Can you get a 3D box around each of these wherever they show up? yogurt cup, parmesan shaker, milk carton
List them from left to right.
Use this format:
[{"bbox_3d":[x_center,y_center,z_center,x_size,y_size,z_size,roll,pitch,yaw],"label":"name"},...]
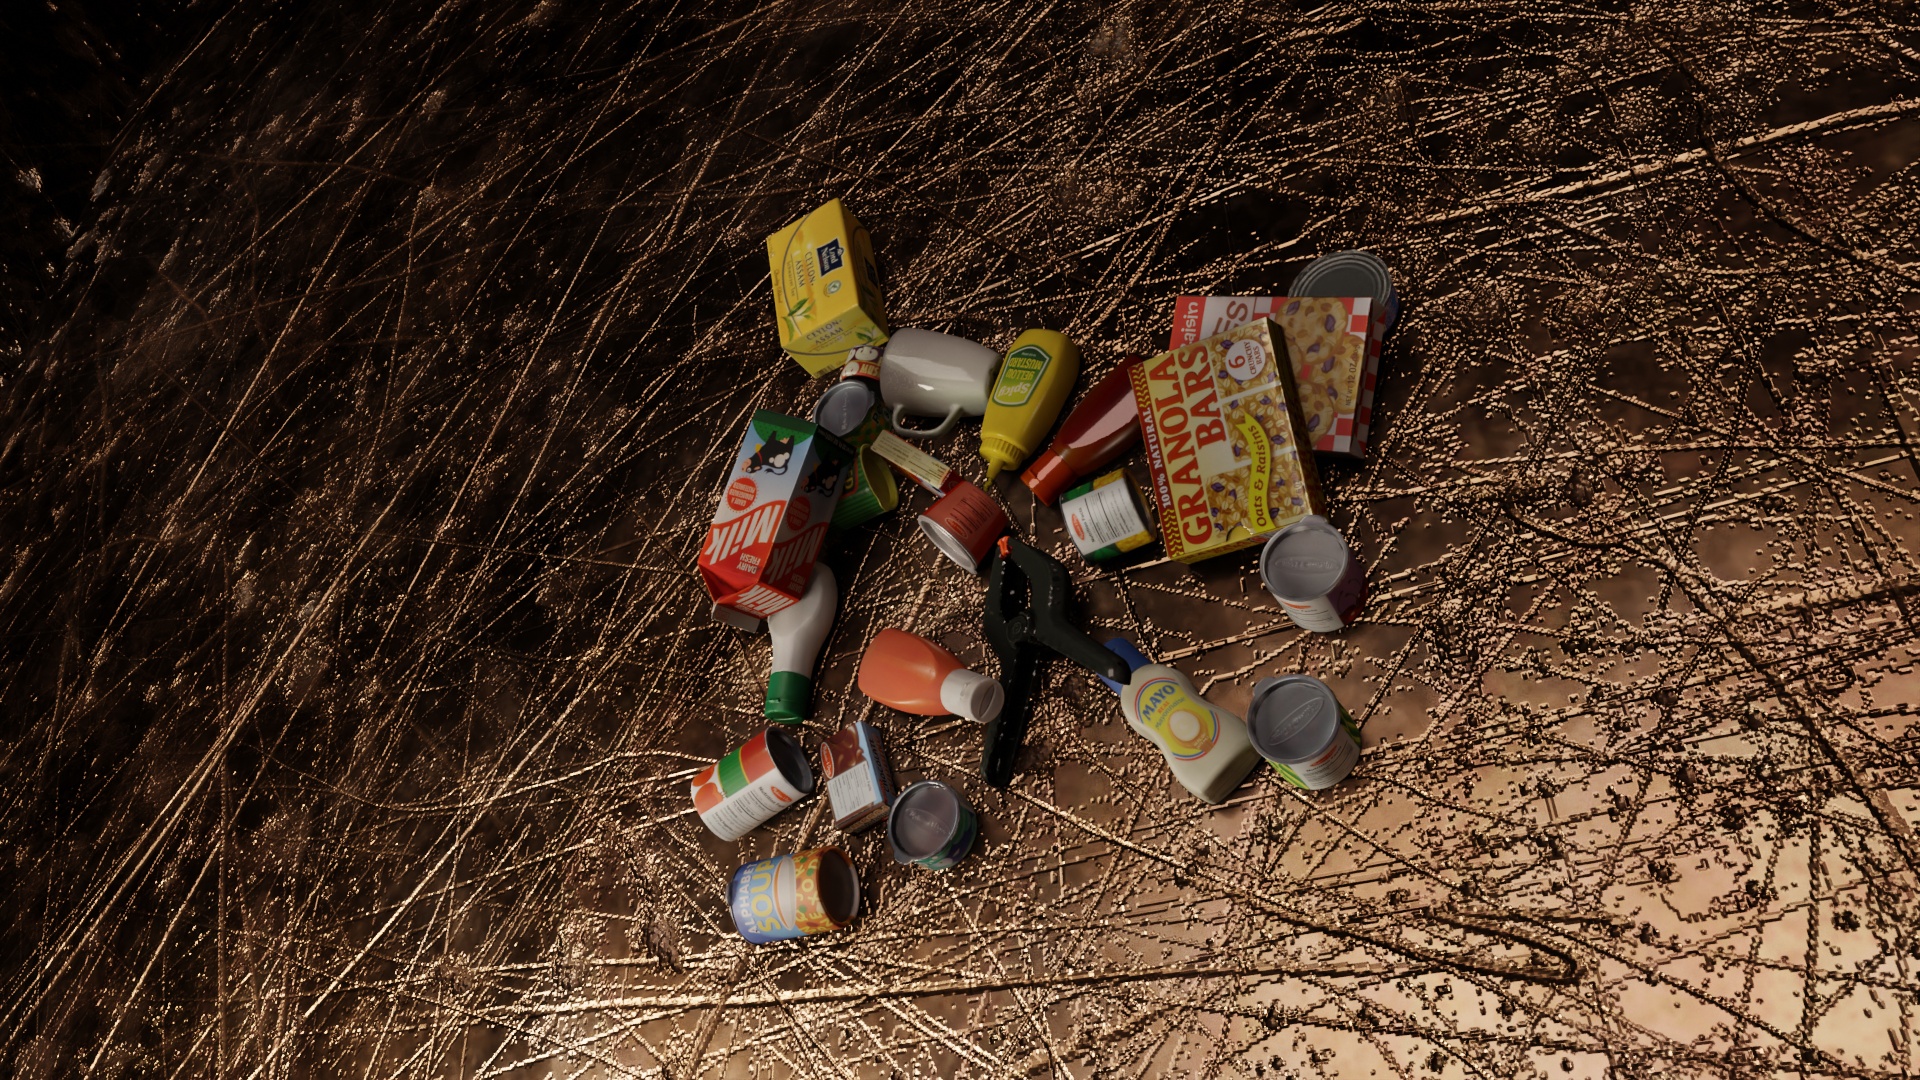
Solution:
[{"bbox_3d":[-0.169,-0.013,1.240,0.073,0.072,0.190,16,82,30],"label":"milk carton"},{"bbox_3d":[-0.119,-0.038,1.303,0.103,0.071,0.071,-24,52,18],"label":"parmesan shaker"},{"bbox_3d":[0.004,-0.015,1.216,0.054,0.072,0.072,-47,48,-12],"label":"yogurt cup"}]

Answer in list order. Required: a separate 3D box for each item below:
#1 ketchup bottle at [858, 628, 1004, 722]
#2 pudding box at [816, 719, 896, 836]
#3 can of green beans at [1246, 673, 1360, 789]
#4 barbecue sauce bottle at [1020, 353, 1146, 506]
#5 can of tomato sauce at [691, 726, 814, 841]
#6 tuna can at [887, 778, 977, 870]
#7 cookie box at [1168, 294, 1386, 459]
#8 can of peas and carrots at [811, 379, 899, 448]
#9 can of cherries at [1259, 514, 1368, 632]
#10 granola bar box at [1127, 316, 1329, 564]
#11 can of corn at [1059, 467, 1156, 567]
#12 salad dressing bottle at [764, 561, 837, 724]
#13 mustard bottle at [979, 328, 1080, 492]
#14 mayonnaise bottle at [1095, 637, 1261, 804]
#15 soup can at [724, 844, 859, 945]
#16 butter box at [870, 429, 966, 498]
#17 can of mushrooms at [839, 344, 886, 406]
[{"bbox_3d":[-0.024,0.115,1.143,0.149,0.043,0.065,13,76,52],"label":"ketchup bottle"},{"bbox_3d":[-0.086,0.198,1.163,0.049,0.030,0.084,-31,50,14],"label":"pudding box"},{"bbox_3d":[0.242,0.135,0.977,0.071,0.057,0.071,-16,56,24],"label":"can of green beans"},{"bbox_3d":[0.117,-0.093,1.205,0.148,0.043,0.065,-43,49,3],"label":"barbecue sauce bottle"},{"bbox_3d":[-0.179,0.208,1.192,0.083,0.071,0.071,-34,50,11],"label":"can of tomato sauce"},{"bbox_3d":[-0.023,0.228,1.103,0.071,0.032,0.071,-16,55,24],"label":"tuna can"},{"bbox_3d":[0.248,-0.134,1.124,0.167,0.040,0.123,8,88,35],"label":"cookie box"},{"bbox_3d":[-0.098,-0.113,1.342,0.071,0.058,0.071,-15,56,23],"label":"can of peas and carrots"},{"bbox_3d":[0.264,0.025,1.031,0.071,0.058,0.072,-16,55,25],"label":"can of cherries"},{"bbox_3d":[0.209,-0.077,1.095,0.124,0.039,0.166,-18,75,31],"label":"granola bar box"},{"bbox_3d":[0.123,-0.020,1.144,0.058,0.071,0.071,-24,53,18],"label":"can of corn"},{"bbox_3d":[-0.148,0.091,1.259,0.064,0.044,0.148,-8,60,28],"label":"salad dressing bottle"},{"bbox_3d":[0.054,-0.115,1.254,0.065,0.048,0.161,10,68,38],"label":"mustard bottle"},{"bbox_3d":[0.157,0.129,1.045,0.065,0.041,0.148,-47,48,1],"label":"mayonnaise bottle"},{"bbox_3d":[-0.134,0.284,1.113,0.083,0.071,0.071,-17,55,23],"label":"soup can"},{"bbox_3d":[-0.033,-0.064,1.275,0.104,0.053,0.024,31,85,41],"label":"butter box"},{"bbox_3d":[-0.081,-0.161,1.353,0.071,0.071,0.033,5,66,34],"label":"can of mushrooms"}]
